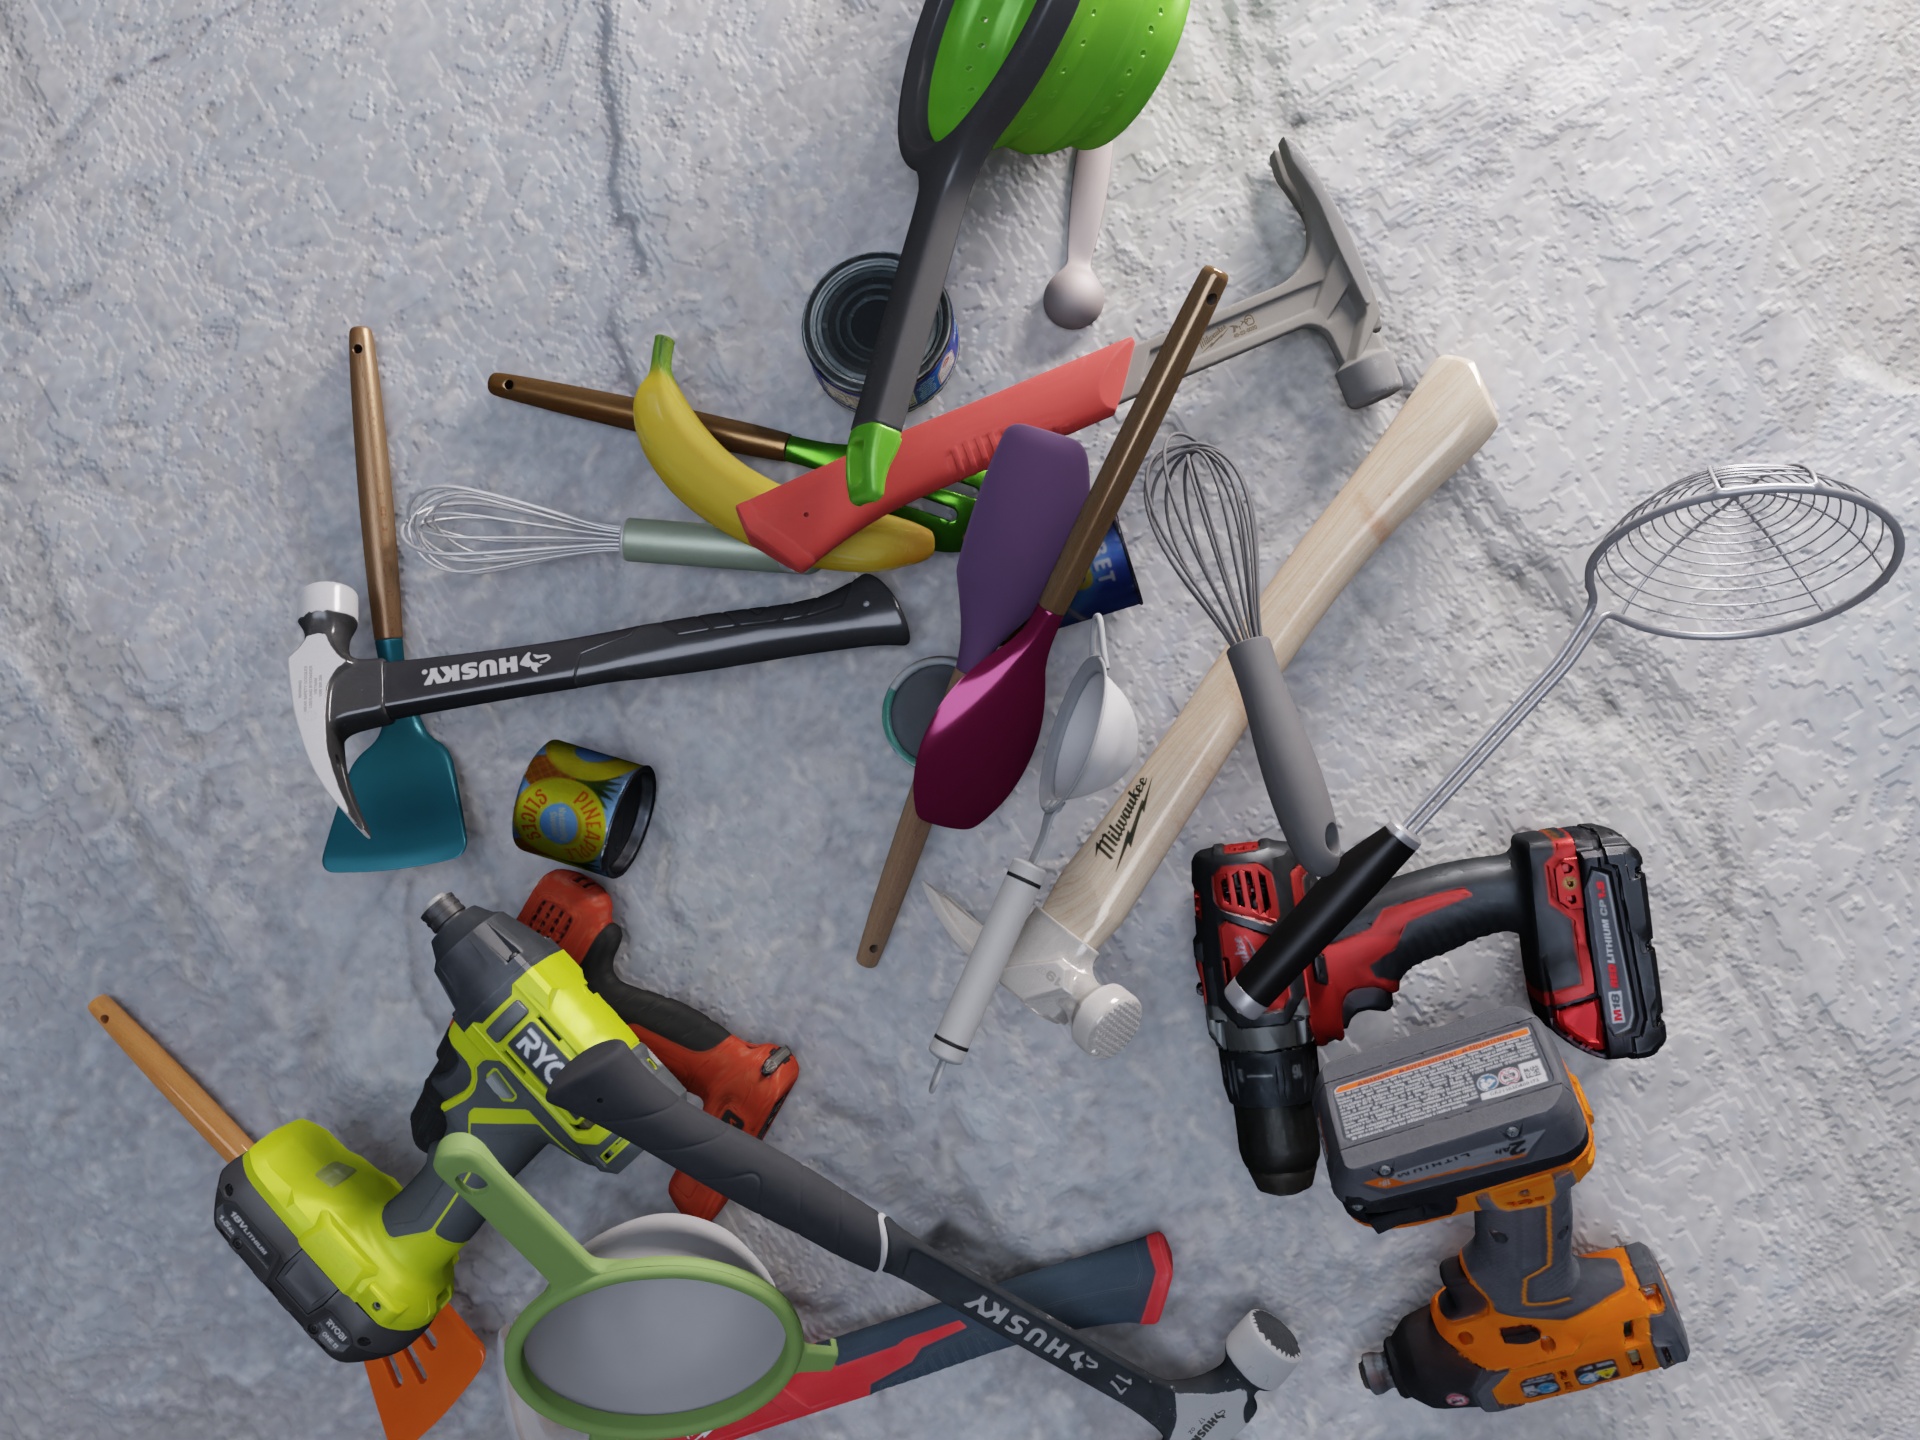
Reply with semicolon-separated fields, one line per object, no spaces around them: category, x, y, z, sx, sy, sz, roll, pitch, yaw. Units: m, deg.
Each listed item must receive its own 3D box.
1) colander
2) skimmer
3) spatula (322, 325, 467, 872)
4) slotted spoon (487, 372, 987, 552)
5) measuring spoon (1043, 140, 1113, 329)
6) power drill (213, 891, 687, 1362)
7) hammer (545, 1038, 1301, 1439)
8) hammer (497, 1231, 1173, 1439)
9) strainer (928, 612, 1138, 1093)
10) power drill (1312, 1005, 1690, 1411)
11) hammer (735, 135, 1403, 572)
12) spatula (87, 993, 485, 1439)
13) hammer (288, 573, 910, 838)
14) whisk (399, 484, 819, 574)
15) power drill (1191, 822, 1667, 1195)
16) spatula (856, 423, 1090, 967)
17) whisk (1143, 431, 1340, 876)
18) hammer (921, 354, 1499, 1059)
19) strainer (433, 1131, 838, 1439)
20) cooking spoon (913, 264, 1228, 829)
colander;0.032;-0.288;0.815;0.094;0.204;0.397;18;83;-24
skimmer;0.266;0.026;0.744;0.127;0.090;0.363;30;107;-38
spatula;-0.335;-0.073;0.918;0.082;0.044;0.317;-6;88;1
slotted spoon;-0.122;-0.158;0.901;0.314;0.031;0.070;14;87;8
measuring spoon;0.069;-0.280;0.882;0.034;0.018;0.124;8;90;7
power drill;-0.278;0.214;0.847;0.223;0.080;0.171;-44;87;9
hammer;-0.028;0.280;0.815;0.408;0.036;0.149;33;104;-12
hammer;-0.069;0.347;0.889;0.386;0.038;0.143;-21;86;6
strainer;0.039;0.071;0.815;0.050;0.087;0.258;25;85;-10
power drill;0.253;0.260;0.790;0.164;0.084;0.226;-22;119;14
hammer;0.049;-0.177;0.842;0.359;0.036;0.149;-23;88;-6
spatula;-0.402;0.278;0.927;0.322;0.041;0.081;43;95;6
hammer;-0.194;-0.029;0.872;0.334;0.035;0.146;-9;64;-4
whisk;-0.197;-0.104;0.904;0.246;0.059;0.057;5;127;3
power drill;0.239;0.147;0.835;0.226;0.080;0.188;-7;89;10
spatula;-0.001;-0.003;0.845;0.059;0.018;0.315;15;110;-14
whisk;0.143;-0.036;0.792;0.055;0.055;0.239;-18;74;6
hammer;0.143;-0.026;0.849;0.146;0.038;0.410;34;86;40
strainer;-0.182;0.270;0.808;0.151;0.069;0.256;-24;124;9
cooking spoon;0.057;-0.079;0.808;0.068;0.017;0.318;15;110;-31
